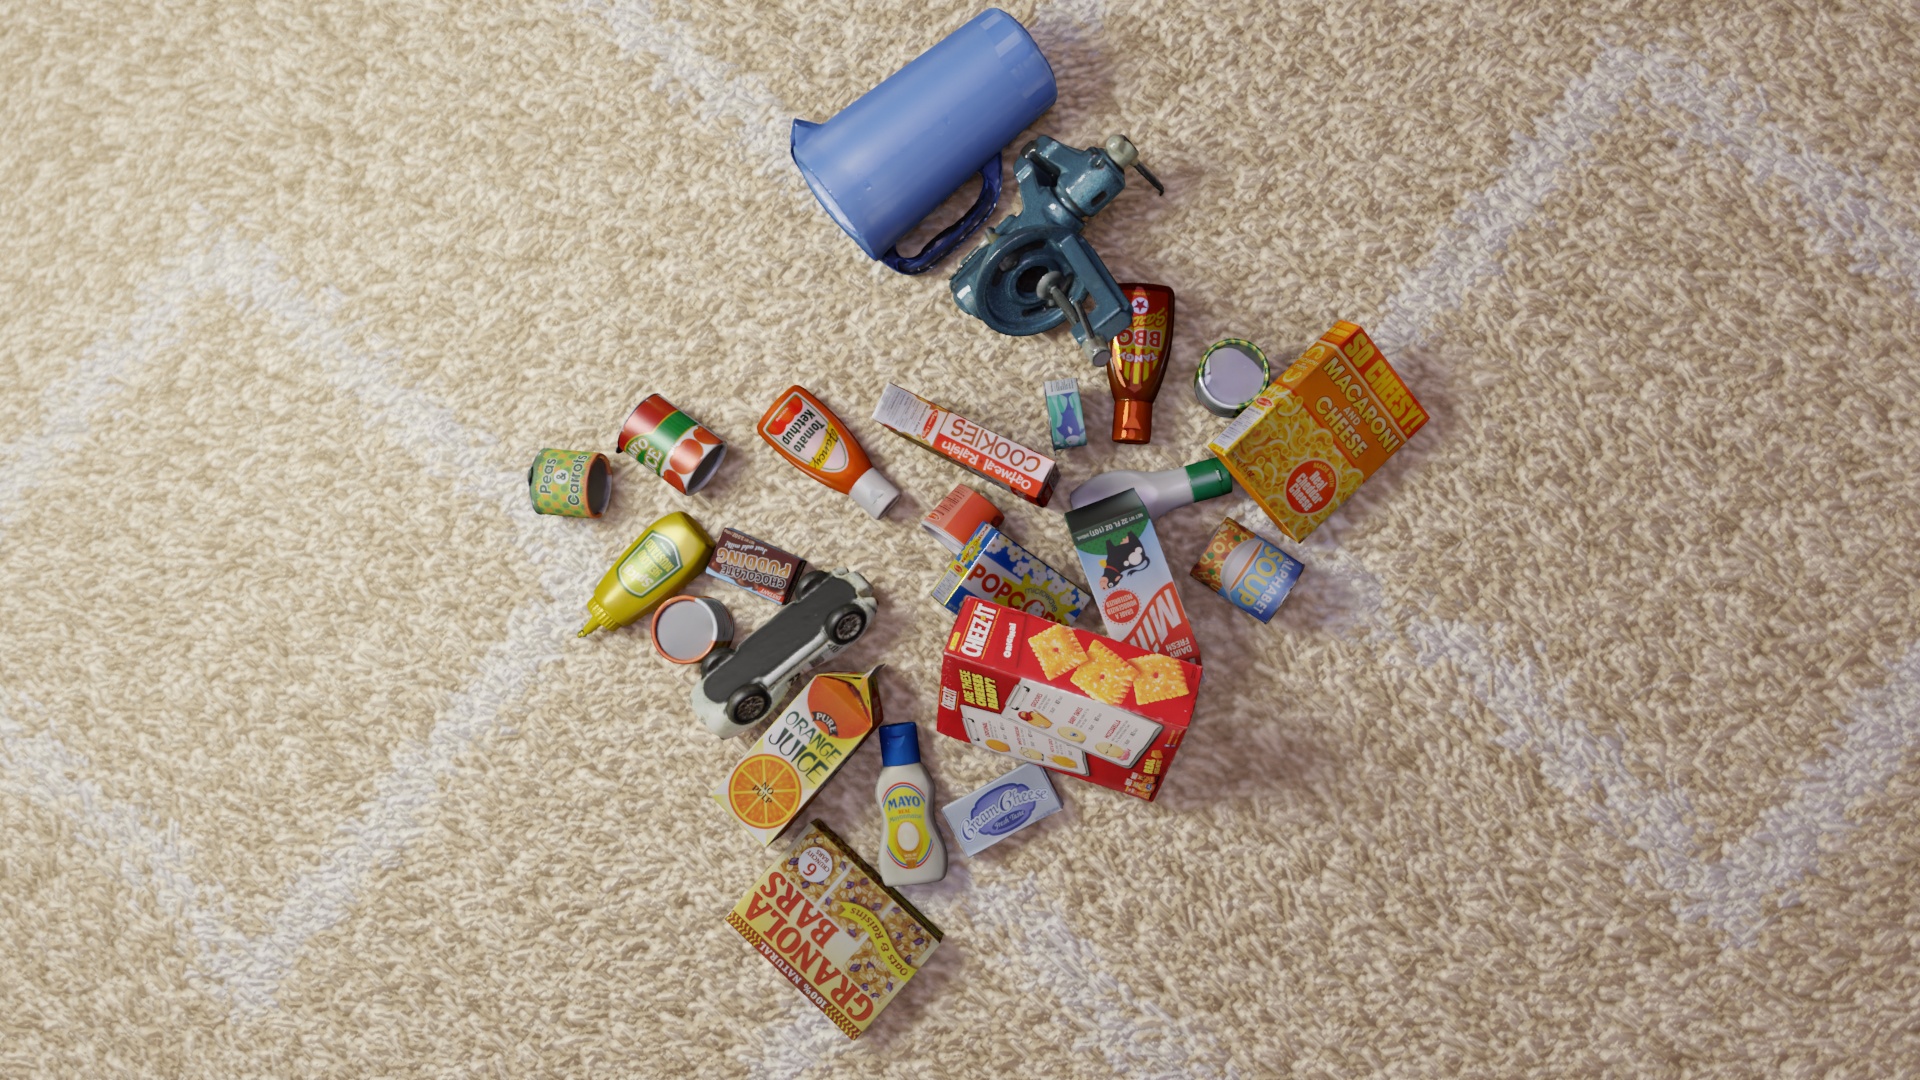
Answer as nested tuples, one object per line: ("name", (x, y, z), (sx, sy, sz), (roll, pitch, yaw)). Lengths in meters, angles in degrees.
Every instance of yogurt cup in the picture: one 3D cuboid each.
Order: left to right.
("yogurt cup", (0.005, -0.016, 1.307), (0.072, 0.072, 0.054), (36, 83, 7))

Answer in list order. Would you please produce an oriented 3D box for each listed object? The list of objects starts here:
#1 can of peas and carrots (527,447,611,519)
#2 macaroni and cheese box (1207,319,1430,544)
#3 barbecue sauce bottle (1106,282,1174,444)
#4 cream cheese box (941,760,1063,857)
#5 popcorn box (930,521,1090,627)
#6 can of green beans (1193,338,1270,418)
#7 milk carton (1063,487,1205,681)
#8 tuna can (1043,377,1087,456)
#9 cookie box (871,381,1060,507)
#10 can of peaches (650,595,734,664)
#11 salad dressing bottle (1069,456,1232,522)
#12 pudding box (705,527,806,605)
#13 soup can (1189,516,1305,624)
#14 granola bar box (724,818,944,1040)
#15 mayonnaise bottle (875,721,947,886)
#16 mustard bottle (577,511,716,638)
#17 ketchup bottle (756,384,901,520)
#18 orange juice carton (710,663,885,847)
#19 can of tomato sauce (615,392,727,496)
("can of peas and carrots", (-0.378, -0.056, 1.346), (0.059, 0.071, 0.071), (5, 87, 6))
("macaroni and cheese box", (0.326, -0.099, 1.263), (0.166, 0.040, 0.123), (-44, 113, 1))
("barbecue sauce bottle", (0.166, -0.166, 1.309), (0.065, 0.043, 0.148), (4, 87, 5))
("cream cheese box", (0.040, 0.250, 1.303), (0.104, 0.024, 0.053), (-28, 83, 4))
("popcorn box", (0.047, 0.051, 1.277), (0.126, 0.038, 0.085), (35, 90, -28))
("can of green beans", (0.252, -0.151, 1.291), (0.071, 0.058, 0.071), (0, 86, 6))
("milk carton", (0.162, 0.057, 1.263), (0.072, 0.073, 0.190), (-20, 106, 4))
("tuna can", (0.098, -0.116, 1.302), (0.033, 0.071, 0.071), (-9, 85, 5))
("cookie box", (0.009, -0.085, 1.280), (0.167, 0.123, 0.040), (27, 91, 7))
("can of peaches", (-0.258, 0.087, 1.329), (0.071, 0.058, 0.071), (0, 86, 6))
("salad dressing bottle", (0.178, -0.042, 1.300), (0.148, 0.044, 0.064), (-15, 86, 4))
("pudding box", (-0.198, 0.025, 1.341), (0.084, 0.030, 0.049), (23, 90, 7))
("soup can", (0.262, 0.027, 1.271), (0.084, 0.071, 0.071), (33, 90, 7))
("granola bar box", (-0.118, 0.363, 1.304), (0.165, 0.039, 0.124), (41, 91, 7))
("mayonnaise bottle", (-0.051, 0.246, 1.304), (0.065, 0.041, 0.148), (-8, 86, 5))
("mustard bottle", (-0.311, 0.042, 1.343), (0.160, 0.049, 0.065), (-43, 80, 2))
("ketchup bottle", (-0.122, -0.081, 1.334), (0.149, 0.043, 0.064), (41, 91, 7))
("orange juice carton", (-0.138, 0.188, 1.302), (0.073, 0.072, 0.192), (42, 91, 6))
("can of tomato sauce", (-0.278, -0.090, 1.339), (0.083, 0.071, 0.071), (35, 91, 7))
